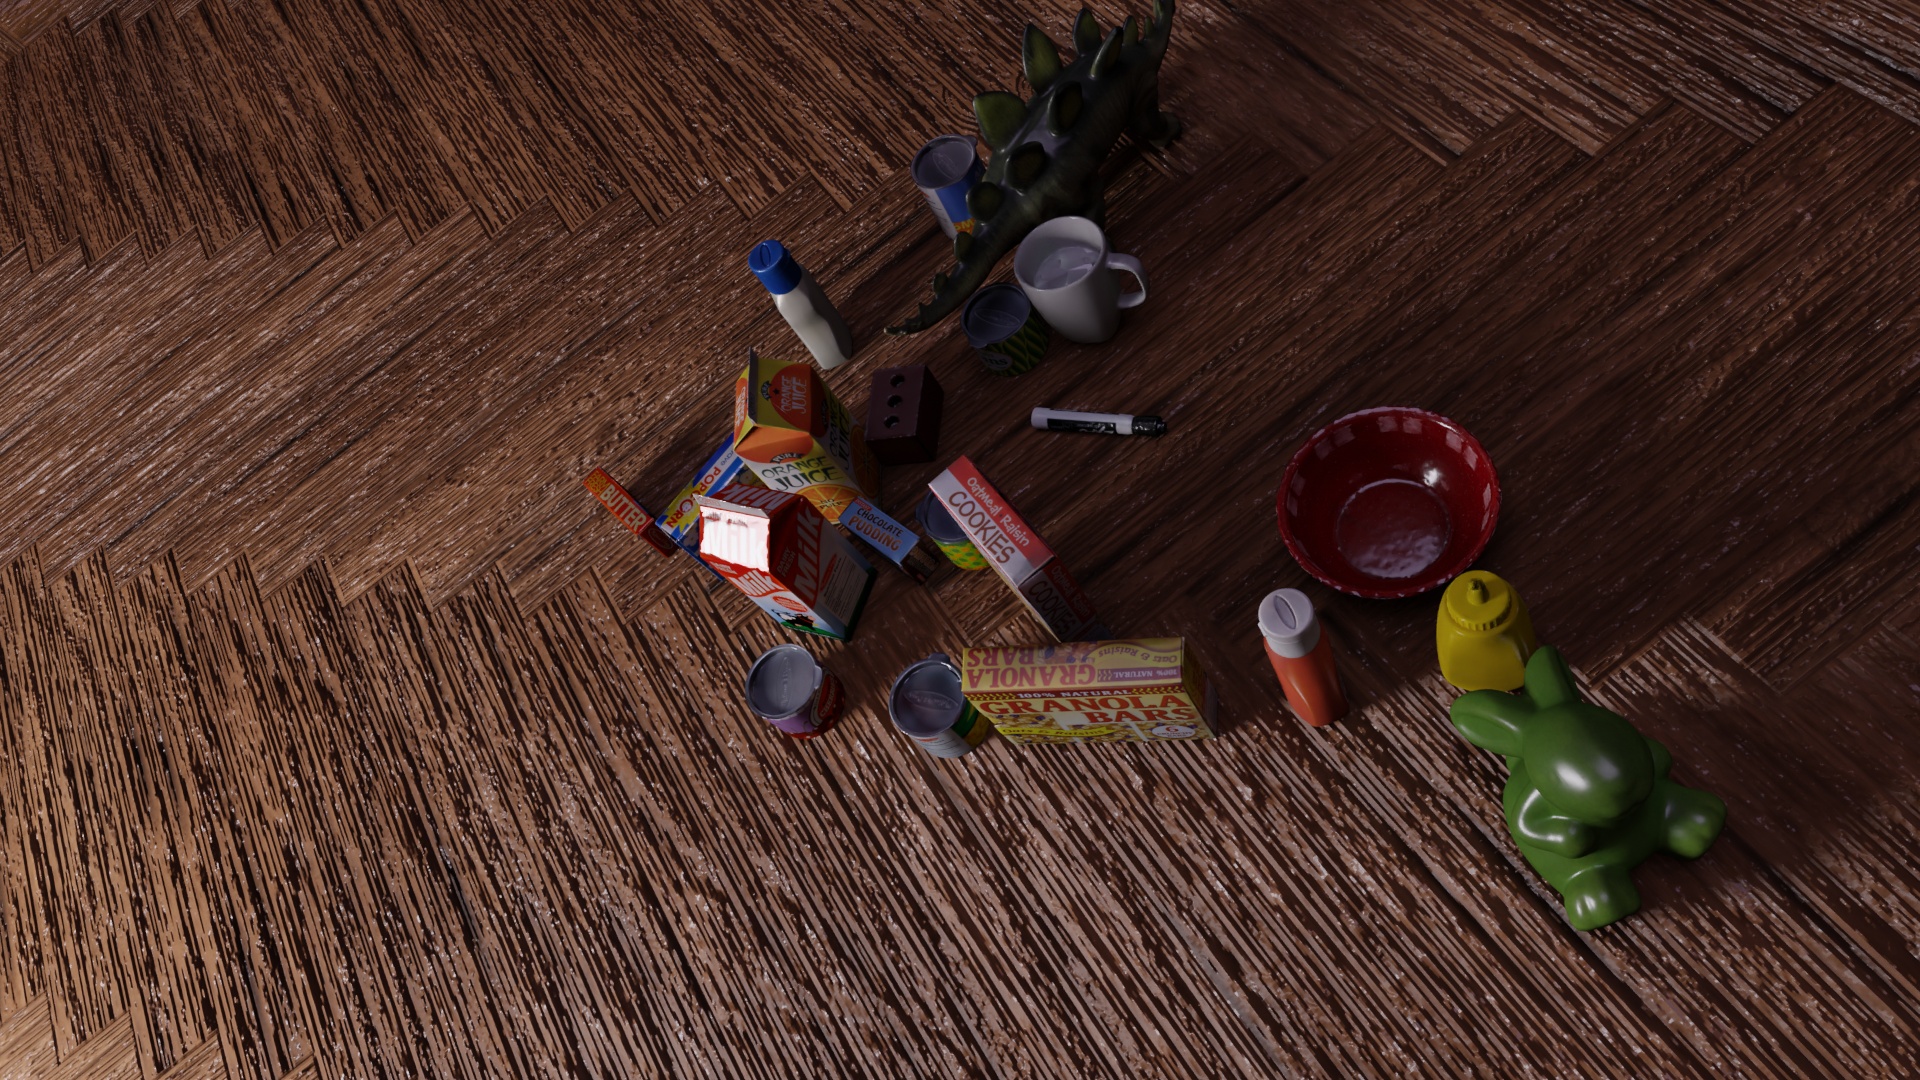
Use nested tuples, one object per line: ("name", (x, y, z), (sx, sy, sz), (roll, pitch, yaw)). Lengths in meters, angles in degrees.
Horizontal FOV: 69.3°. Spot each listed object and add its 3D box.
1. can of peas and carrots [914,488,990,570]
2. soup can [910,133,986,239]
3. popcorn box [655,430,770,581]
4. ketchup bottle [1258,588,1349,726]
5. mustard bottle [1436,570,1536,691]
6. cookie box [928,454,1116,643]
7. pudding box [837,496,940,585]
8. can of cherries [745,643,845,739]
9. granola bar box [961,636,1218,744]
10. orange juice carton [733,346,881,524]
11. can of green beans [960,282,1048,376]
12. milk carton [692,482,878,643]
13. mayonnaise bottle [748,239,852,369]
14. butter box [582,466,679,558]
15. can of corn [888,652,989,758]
("can of peas and carrots", (0.004, -0.015, 1.184), (0.071, 0.058, 0.071), (-10, 61, 18))
("soup can", (0.000, -0.342, 1.345), (0.071, 0.083, 0.071), (-10, 61, 18))
("popcorn box", (-0.206, -0.036, 1.267), (0.038, 0.085, 0.127), (34, 80, 33))
("ketchup bottle", (0.240, 0.080, 0.981), (0.043, 0.148, 0.065), (-27, 57, 8))
("mustard bottle", (0.354, 0.057, 0.939), (0.065, 0.159, 0.049), (-3, 63, 21))
("cookie box", (0.051, 0.018, 1.082), (0.040, 0.167, 0.123), (-40, 56, -1))
("pudding box", (-0.062, 0.000, 1.209), (0.084, 0.049, 0.030), (34, 81, 33))
("can of cherries", (-0.136, 0.128, 1.166), (0.071, 0.058, 0.072), (-10, 61, 18))
("granola bar box", (0.099, 0.115, 1.036), (0.165, 0.124, 0.039), (-5, 62, 20))
("orange juice carton", (-0.138, -0.088, 1.202), (0.073, 0.192, 0.072), (-12, 60, 17))
("can of green beans", (0.041, -0.191, 1.263), (0.071, 0.057, 0.071), (-10, 61, 18))
("milk carton", (-0.148, 0.012, 1.154), (0.072, 0.190, 0.073), (11, 69, 27))
("mayonnaise bottle", (-0.150, -0.224, 1.306), (0.041, 0.147, 0.065), (-22, 58, 11))
("butter box", (-0.314, -0.027, 1.326), (0.024, 0.053, 0.104), (-48, 57, -6))
("can of corn", (-0.015, 0.133, 1.114), (0.071, 0.058, 0.071), (-10, 61, 18))
